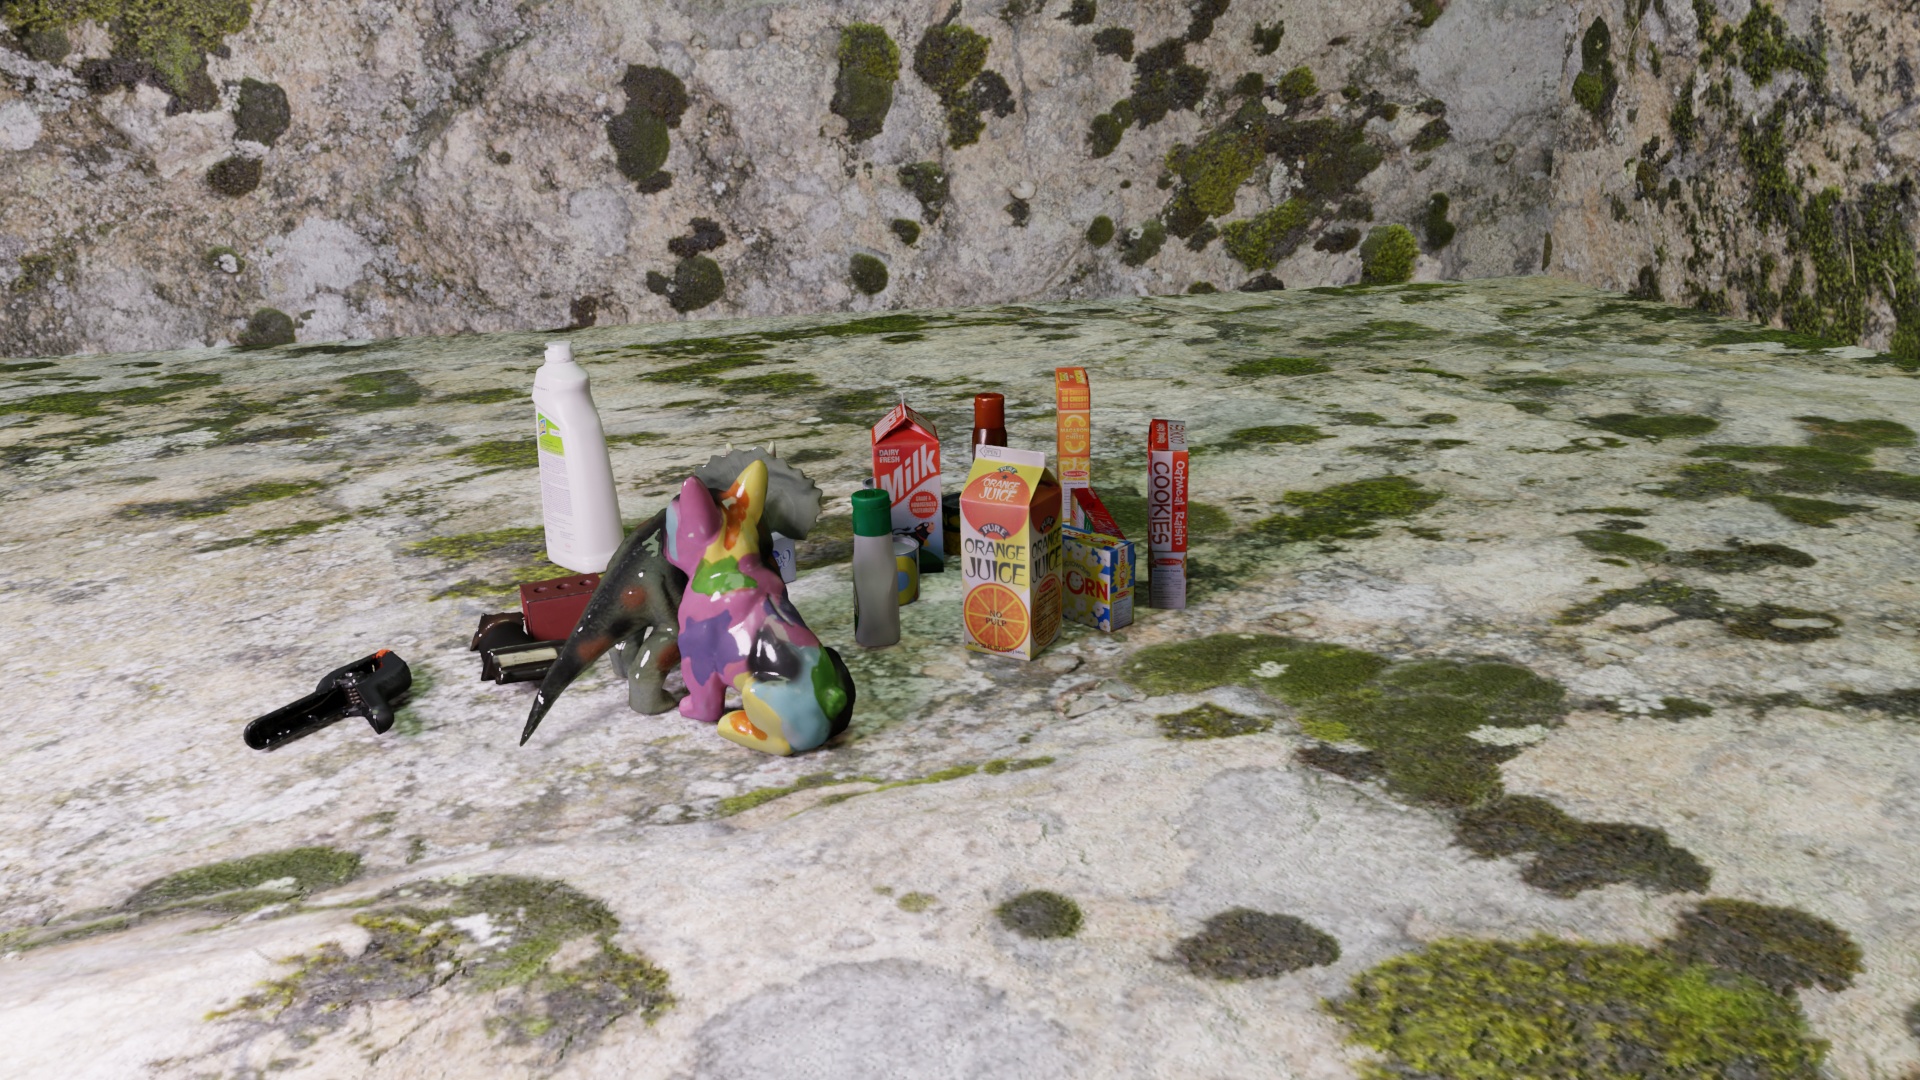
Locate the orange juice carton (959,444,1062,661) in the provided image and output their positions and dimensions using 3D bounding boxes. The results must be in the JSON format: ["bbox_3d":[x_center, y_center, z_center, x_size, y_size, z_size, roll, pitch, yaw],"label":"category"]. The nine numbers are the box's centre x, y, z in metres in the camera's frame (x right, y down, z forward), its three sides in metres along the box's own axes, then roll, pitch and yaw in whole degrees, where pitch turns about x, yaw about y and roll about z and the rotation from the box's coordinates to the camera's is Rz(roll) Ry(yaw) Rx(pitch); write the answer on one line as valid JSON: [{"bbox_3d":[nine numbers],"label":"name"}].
[{"bbox_3d":[0.048,0.007,1.292,0.072,0.192,0.073,8,20,27],"label":"orange juice carton"}]

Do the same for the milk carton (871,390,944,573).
[{"bbox_3d":[-0.059,-0.063,1.514,0.073,0.189,0.072,-3,18,-4],"label":"milk carton"}]

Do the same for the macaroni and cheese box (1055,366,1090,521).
[{"bbox_3d":[0.138,-0.120,1.705,0.040,0.165,0.124,-1,18,2],"label":"macaroni and cheese box"}]

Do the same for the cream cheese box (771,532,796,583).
[{"bbox_3d":[-0.221,0.028,1.469,0.104,0.053,0.024,-19,25,-42],"label":"cream cheese box"}]

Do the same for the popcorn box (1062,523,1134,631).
[{"bbox_3d":[0.112,0.032,1.378,0.038,0.085,0.127,-18,25,-41],"label":"popcorn box"}]

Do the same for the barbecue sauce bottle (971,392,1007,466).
[{"bbox_3d":[0.036,-0.104,1.695,0.044,0.148,0.065,3,18,13],"label":"barbecue sauce bottle"}]

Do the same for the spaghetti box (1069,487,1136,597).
[{"bbox_3d":[0.154,-0.001,1.529,0.029,0.050,0.251,-3,18,-5],"label":"spaghetti box"}]

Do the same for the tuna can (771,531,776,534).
[{"bbox_3d":[-0.244,-0.009,1.613,0.071,0.032,0.071,-1,18,1],"label":"tuna can"}]

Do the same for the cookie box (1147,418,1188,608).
[{"bbox_3d":[0.211,-0.030,1.427,0.040,0.166,0.123,1,18,7],"label":"cookie box"}]

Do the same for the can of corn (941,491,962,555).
[{"bbox_3d":[0.006,-0.020,1.586,0.071,0.058,0.071,-1,18,1],"label":"can of corn"}]

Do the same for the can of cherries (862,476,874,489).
[{"bbox_3d":[-0.085,-0.043,1.663,0.071,0.058,0.072,-1,18,1],"label":"can of cherries"}]

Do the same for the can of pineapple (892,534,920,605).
[{"bbox_3d":[-0.077,0.032,1.439,0.071,0.057,0.071,-1,18,1],"label":"can of pineapple"}]

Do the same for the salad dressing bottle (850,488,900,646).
[{"bbox_3d":[-0.082,0.025,1.317,0.044,0.147,0.064,-1,18,3],"label":"salad dressing bottle"}]
